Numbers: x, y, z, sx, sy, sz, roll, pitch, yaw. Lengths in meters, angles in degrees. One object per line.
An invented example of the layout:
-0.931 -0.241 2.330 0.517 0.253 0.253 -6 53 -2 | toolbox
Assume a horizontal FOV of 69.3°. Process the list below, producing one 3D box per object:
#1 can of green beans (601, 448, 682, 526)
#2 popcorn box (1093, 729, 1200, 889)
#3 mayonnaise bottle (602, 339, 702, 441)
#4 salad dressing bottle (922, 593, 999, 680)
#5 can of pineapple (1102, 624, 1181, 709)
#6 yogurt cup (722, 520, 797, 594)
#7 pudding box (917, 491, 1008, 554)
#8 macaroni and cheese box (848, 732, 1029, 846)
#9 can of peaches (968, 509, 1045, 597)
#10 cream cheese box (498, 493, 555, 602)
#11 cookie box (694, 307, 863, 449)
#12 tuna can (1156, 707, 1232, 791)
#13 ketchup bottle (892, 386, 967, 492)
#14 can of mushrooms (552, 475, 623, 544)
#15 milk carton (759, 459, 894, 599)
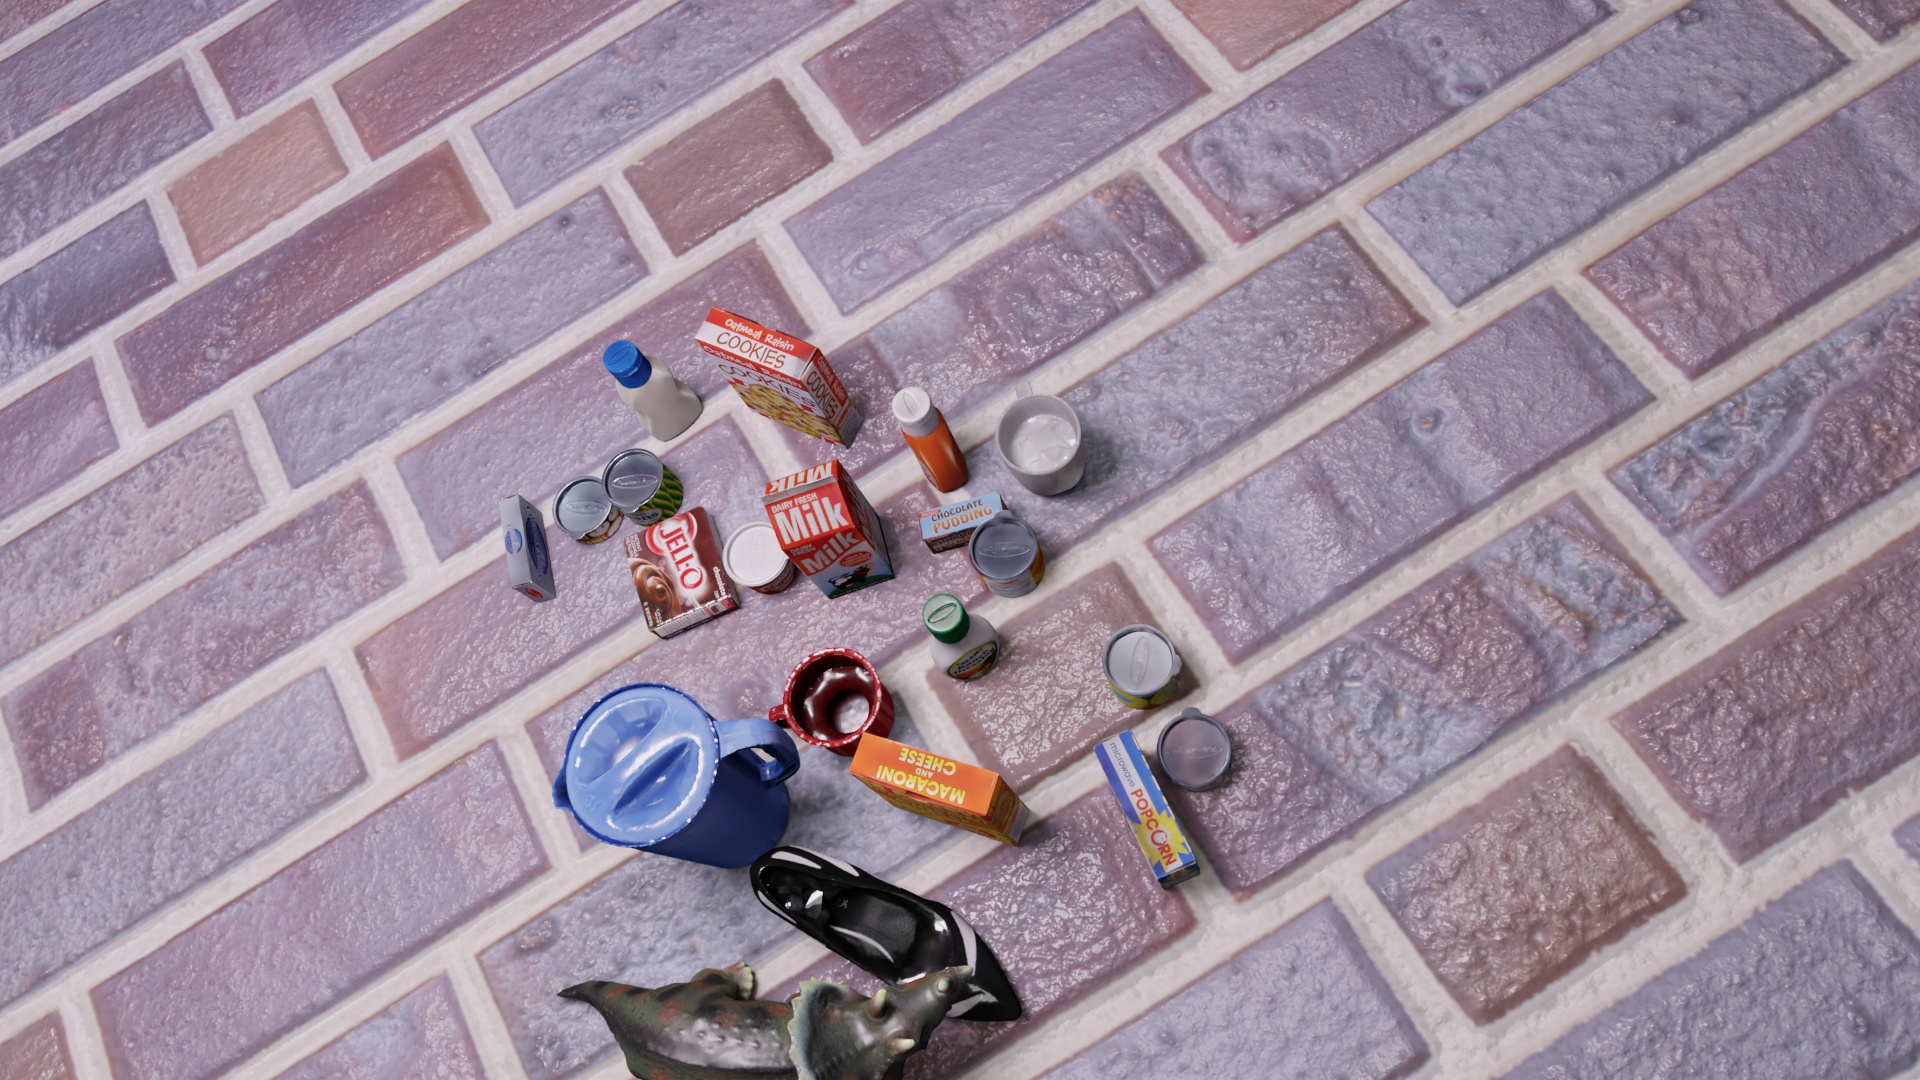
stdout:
-0.327 -0.054 1.431 0.071 0.057 0.071 -4 69 10 | can of green beans
0.162 0.234 1.205 0.038 0.085 0.127 -26 67 1 | popcorn box
-0.318 -0.155 1.419 0.065 0.147 0.041 -41 67 -5 | mayonnaise bottle
-0.002 0.087 1.261 0.064 0.147 0.044 -31 67 -1 | salad dressing bottle
0.166 0.117 1.264 0.071 0.057 0.071 -4 69 10 | can of pineapple
-0.195 0.020 1.377 0.072 0.053 0.072 -4 69 10 | yogurt cup
0.005 -0.017 1.353 0.084 0.049 0.030 -15 68 6 | pudding box
-0.015 0.218 1.203 0.124 0.166 0.040 15 74 16 | macaroni and cheese box
0.046 0.014 1.328 0.071 0.058 0.071 -4 69 10 | can of peaches
-0.448 0.009 1.434 0.024 0.053 0.104 -19 67 5 | cream cheese box
-0.177 -0.160 1.381 0.123 0.167 0.040 23 76 19 | cookie box
0.209 0.187 1.242 0.071 0.032 0.071 -4 69 10 | tuna can
-0.030 -0.101 1.339 0.043 0.148 0.065 -28 67 1 | ketchup bottle
-0.388 -0.029 1.447 0.071 0.033 0.071 -4 69 10 | can of mushrooms
-0.125 -0.015 1.302 0.072 0.190 0.073 -18 67 5 | milk carton
